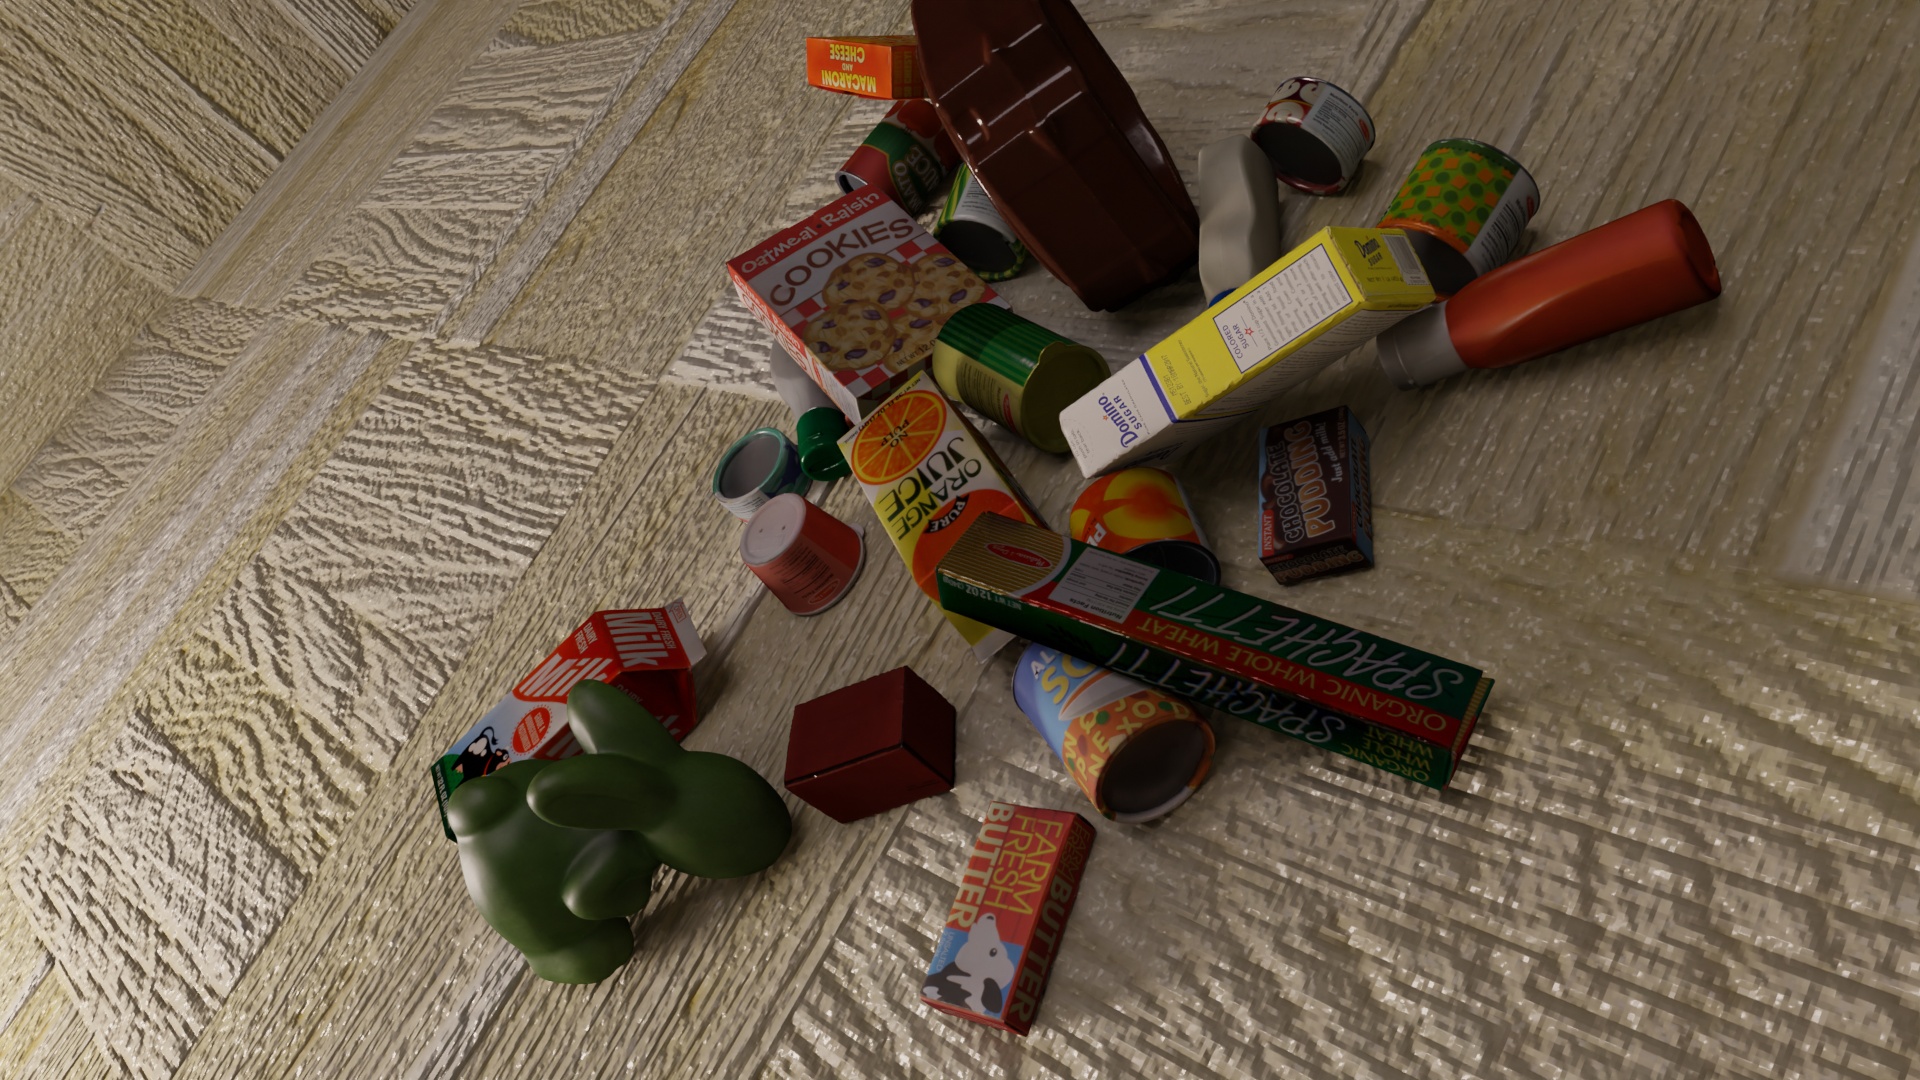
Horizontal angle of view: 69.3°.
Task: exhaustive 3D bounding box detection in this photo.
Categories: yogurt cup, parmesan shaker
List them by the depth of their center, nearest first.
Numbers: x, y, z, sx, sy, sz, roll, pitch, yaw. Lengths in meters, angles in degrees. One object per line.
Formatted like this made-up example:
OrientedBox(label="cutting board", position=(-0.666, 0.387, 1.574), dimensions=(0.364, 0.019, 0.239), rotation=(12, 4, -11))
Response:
OrientedBox(label="parmesan shaker", position=(0.035, -0.104, 0.847), dimensions=(0.071, 0.071, 0.103), rotation=(-49, 40, -4))
OrientedBox(label="yogurt cup", position=(-0.103, 0.006, 0.884), dimensions=(0.072, 0.054, 0.073), rotation=(-23, 46, 25))

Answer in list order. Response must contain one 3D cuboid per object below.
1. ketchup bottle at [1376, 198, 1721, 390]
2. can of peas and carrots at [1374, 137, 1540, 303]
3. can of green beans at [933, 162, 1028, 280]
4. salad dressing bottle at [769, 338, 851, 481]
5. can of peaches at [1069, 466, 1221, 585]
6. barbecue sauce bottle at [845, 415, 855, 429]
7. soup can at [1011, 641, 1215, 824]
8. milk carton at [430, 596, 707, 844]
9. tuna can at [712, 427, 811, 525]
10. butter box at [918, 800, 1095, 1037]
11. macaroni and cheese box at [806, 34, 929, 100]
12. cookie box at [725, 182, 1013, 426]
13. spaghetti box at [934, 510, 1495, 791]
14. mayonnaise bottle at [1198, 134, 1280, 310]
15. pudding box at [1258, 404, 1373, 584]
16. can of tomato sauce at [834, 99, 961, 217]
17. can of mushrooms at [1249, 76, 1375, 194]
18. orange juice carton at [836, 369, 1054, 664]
OrientedBox(label="ketchup bottle", position=(0.275, -0.111, 0.664), dimensions=(0.148, 0.065, 0.043), rotation=(-20, 65, 39))
OrientedBox(label="can of peas and carrots", position=(0.253, -0.165, 0.720), dimensions=(0.071, 0.071, 0.059), rotation=(22, 73, 47))
OrientedBox(label="can of green beans", position=(0.020, -0.223, 0.963), dimensions=(0.071, 0.071, 0.058), rotation=(-3, 56, 38))
OrientedBox(label="salad dressing bottle", position=(-0.101, -0.104, 0.983), dimensions=(0.064, 0.043, 0.148), rotation=(-21, 46, 10))
OrientedBox(label="can of peaches", position=(0.091, 0.005, 0.712), dimensions=(0.071, 0.071, 0.058), rotation=(-31, 42, 17))
OrientedBox(label="barbecue sauce bottle", position=(-0.053, -0.138, 0.970), dimensions=(0.065, 0.043, 0.149), rotation=(-9, 51, 20))
OrientedBox(label="soup can", position=(0.072, 0.082, 0.662), dimensions=(0.071, 0.071, 0.084), rotation=(-43, 41, 3))
OrientedBox(label="milk carton", position=(-0.240, 0.118, 0.890), dimensions=(0.190, 0.073, 0.072), rotation=(-43, 40, 2))
OrientedBox(label="tuna can", position=(-0.138, -0.047, 0.973), dimensions=(0.071, 0.032, 0.071), rotation=(-22, 46, 25))
OrientedBox(label="butter box", position=(0.023, 0.176, 0.660), dimensions=(0.053, 0.024, 0.104), rotation=(0, 57, 41))
OrientedBox(label="macaroni and cheese box", position=(-0.014, -0.359, 1.050), dimensions=(0.167, 0.040, 0.124), rotation=(-14, 27, -32))
OrientedBox(label="cookie box", position=(-0.062, -0.161, 0.934), dimensions=(0.123, 0.040, 0.168), rotation=(-33, 57, -16))
OrientedBox(label="spaghetti box", position=(0.106, 0.044, 0.627), dimensions=(0.250, 0.028, 0.050), rotation=(19, 47, 26))
OrientedBox(label="mayonnaise bottle", position=(0.161, -0.162, 0.801), dimensions=(0.041, 0.064, 0.149), rotation=(-13, 53, 30))
OrientedBox(label="pudding box", position=(0.176, -0.023, 0.694), dimensions=(0.049, 0.030, 0.084), rotation=(-15, 48, 32))
OrientedBox(label="can of tomato sauce", position=(-0.044, -0.291, 1.075), dimensions=(0.083, 0.071, 0.071), rotation=(-53, 41, -9))
OrientedBox(label="can of mushrooms", position=(0.206, -0.238, 0.822), dimensions=(0.071, 0.071, 0.033), rotation=(21, 73, 47))
OrientedBox(label="orange juice carton", position=(0.003, -0.010, 0.795), dimensions=(0.072, 0.073, 0.193), rotation=(-40, 41, 6))
